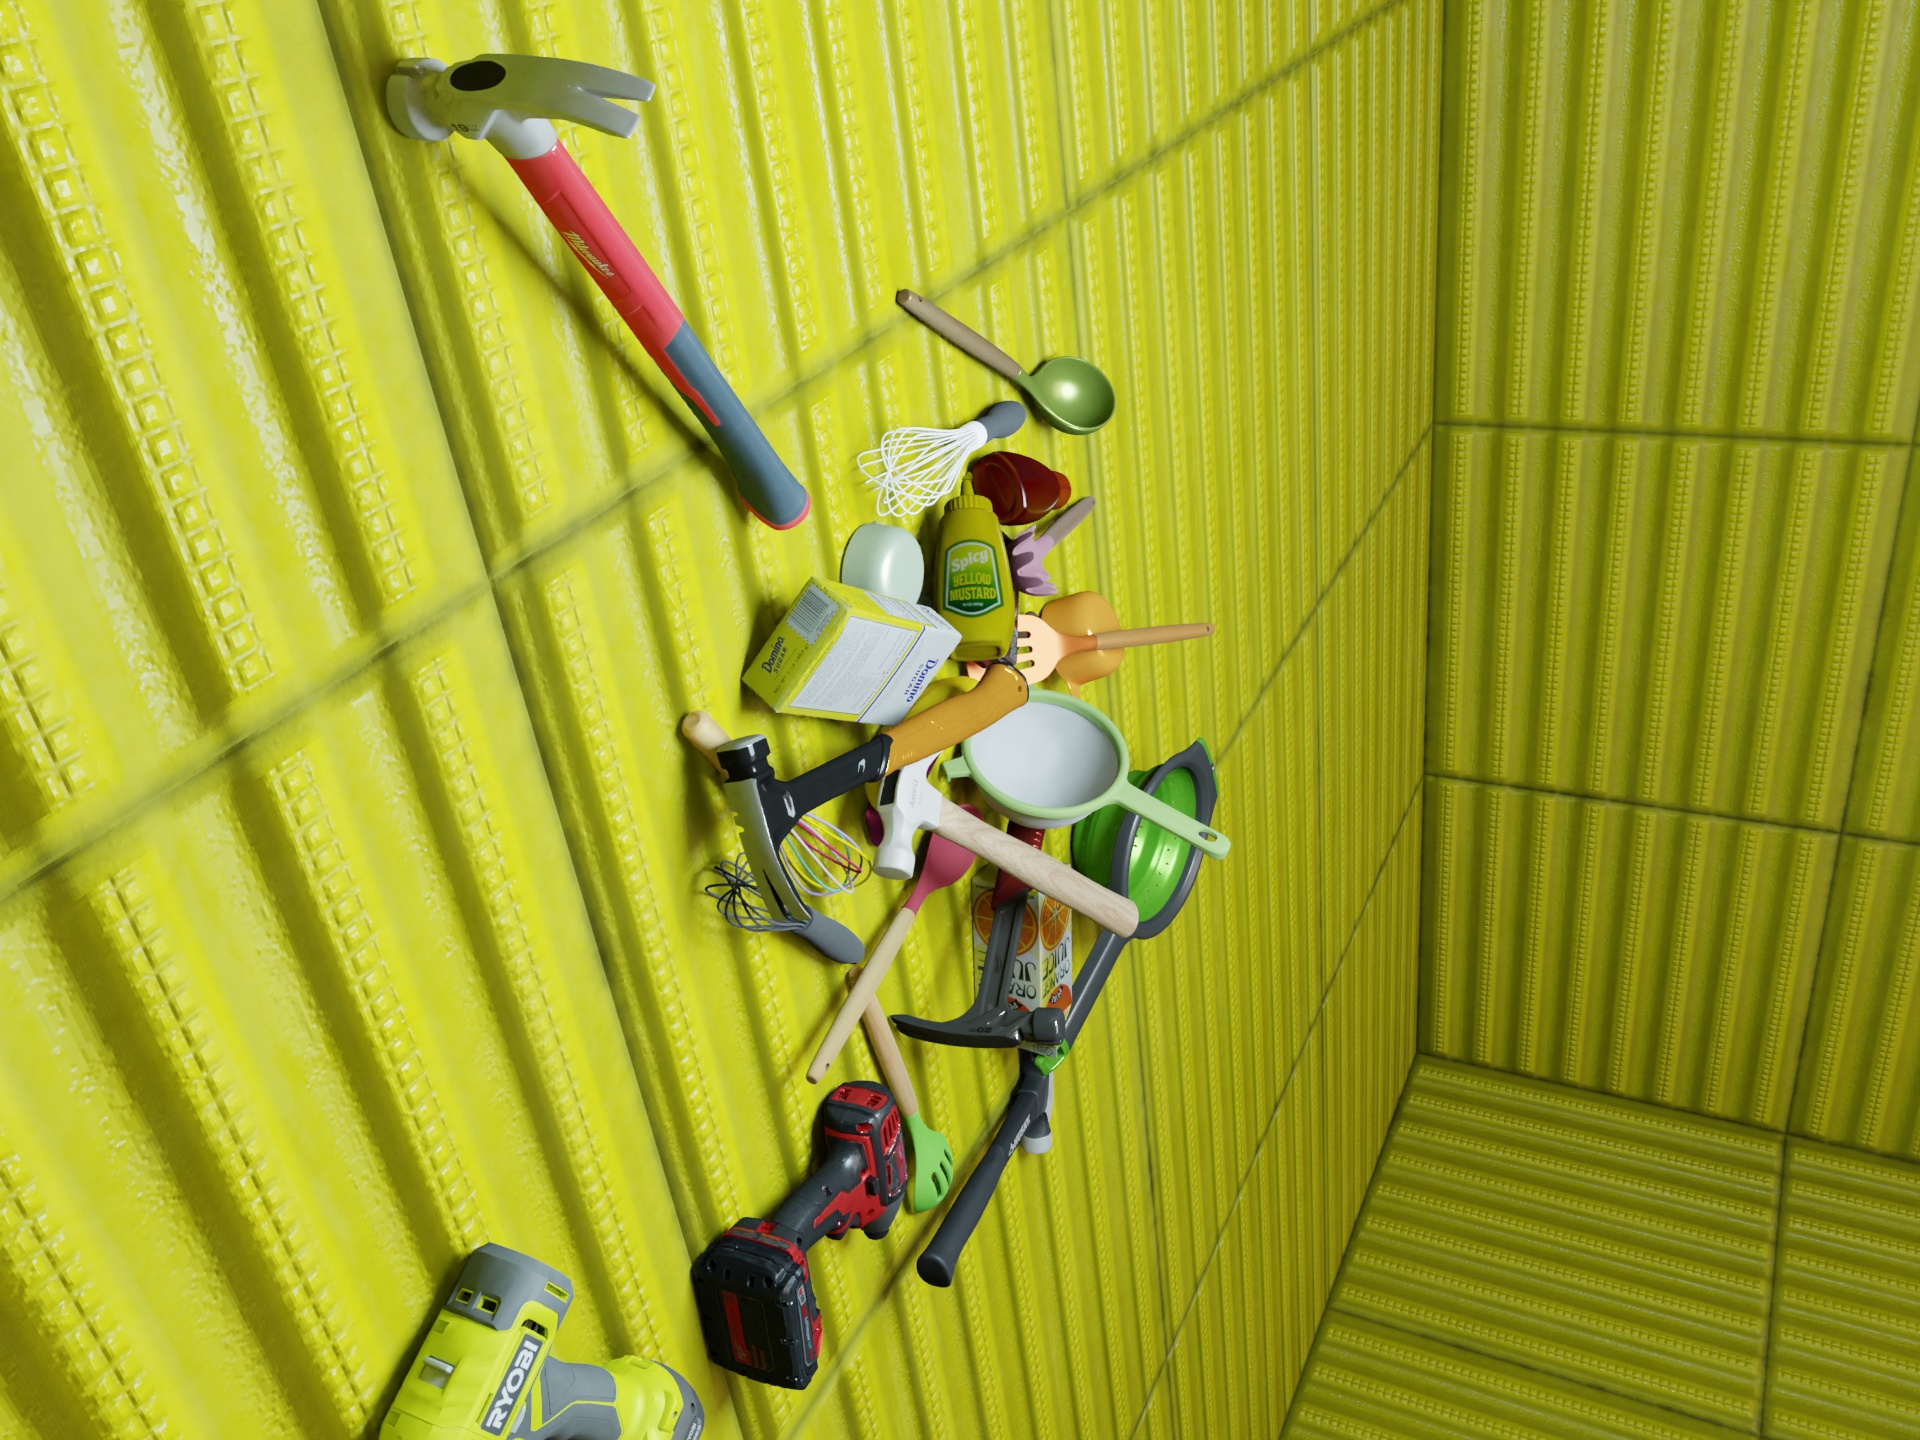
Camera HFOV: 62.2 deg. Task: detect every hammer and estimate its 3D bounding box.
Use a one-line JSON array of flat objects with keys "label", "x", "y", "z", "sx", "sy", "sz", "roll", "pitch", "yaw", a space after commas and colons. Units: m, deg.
[{"label": "hammer", "x": 0.029, "y": 0.418, "z": 1.502, "sx": 0.335, "sy": 0.035, "sz": 0.146, "roll": -41, "pitch": 133, "yaw": -64}, {"label": "hammer", "x": -0.156, "y": -0.218, "z": 0.901, "sx": 0.038, "sy": 0.143, "sz": 0.385, "roll": -69, "pitch": 155, "yaw": -18}, {"label": "hammer", "x": -0.044, "y": 0.028, "z": 1.166, "sx": 0.337, "sy": 0.034, "sz": 0.127, "roll": -28, "pitch": 105, "yaw": -52}, {"label": "hammer", "x": 0.048, "y": 0.113, "z": 1.318, "sx": 0.331, "sy": 0.031, "sz": 0.130, "roll": 32, "pitch": 57, "yaw": -43}, {"label": "hammer", "x": 0.044, "y": 0.129, "z": 1.444, "sx": 0.036, "sy": 0.149, "sz": 0.359, "roll": 69, "pitch": 27, "yaw": -49}]

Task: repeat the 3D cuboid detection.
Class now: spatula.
[{"label": "spatula", "x": 0.131, "y": -0.074, "z": 1.484, "sx": 0.322, "sy": 0.041, "sz": 0.081, "roll": -8, "pitch": 90, "yaw": -45}]

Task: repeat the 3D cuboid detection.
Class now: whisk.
[{"label": "whisk", "x": -0.121, "y": 0.147, "z": 1.167, "sx": 0.238, "sy": 0.055, "sz": 0.055, "roll": 49, "pitch": 54, "yaw": -62}, {"label": "whisk", "x": -0.126, "y": 0.062, "z": 1.130, "sx": 0.244, "sy": 0.047, "sz": 0.051, "roll": 55, "pitch": 51, "yaw": -50}, {"label": "whisk", "x": -0.005, "y": -0.223, "z": 1.282, "sx": 0.285, "sy": 0.070, "sz": 0.070, "roll": -43, "pitch": 135, "yaw": -59}]

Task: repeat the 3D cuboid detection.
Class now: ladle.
[{"label": "ladle", "x": -0.053, "y": 0.177, "z": 1.302, "sx": 0.315, "sy": 0.031, "sz": 0.069, "roll": -57, "pitch": 141, "yaw": -46}, {"label": "ladle", "x": 0.043, "y": -0.310, "z": 1.346, "sx": 0.320, "sy": 0.062, "sz": 0.078, "roll": 13, "pitch": 57, "yaw": -60}]

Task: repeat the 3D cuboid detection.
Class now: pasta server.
[{"label": "pasta server", "x": 0.091, "y": -0.170, "z": 1.444, "sx": 0.060, "sy": 0.040, "sz": 0.316, "roll": 70, "pitch": 22, "yaw": -12}]

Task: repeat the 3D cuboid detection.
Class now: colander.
[{"label": "colander", "x": 0.144, "y": 0.184, "z": 1.657, "sx": 0.397, "sy": 0.094, "sz": 0.204, "roll": -58, "pitch": 145, "yaw": -27}]

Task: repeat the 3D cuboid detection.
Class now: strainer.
[{"label": "strainer", "x": 0.117, "y": 0.070, "z": 1.414, "sx": 0.151, "sy": 0.256, "sz": 0.069, "roll": -50, "pitch": 161, "yaw": -40}]

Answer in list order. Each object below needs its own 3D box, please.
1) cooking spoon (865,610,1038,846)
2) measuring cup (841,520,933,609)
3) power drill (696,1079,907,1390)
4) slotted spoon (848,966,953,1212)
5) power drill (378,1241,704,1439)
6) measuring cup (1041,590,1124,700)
[{"label": "cooking spoon", "x": -0.002, "y": -0.004, "z": 1.383, "sx": 0.319, "sy": 0.017, "sz": 0.068, "roll": -54, "pitch": 141, "yaw": -43}, {"label": "measuring cup", "x": -0.038, "y": -0.102, "z": 1.260, "sx": 0.167, "sy": 0.038, "sz": 0.083, "roll": 29, "pitch": 72, "yaw": -61}, {"label": "power drill", "x": -0.108, "y": 0.397, "z": 1.230, "sx": 0.220, "sy": 0.078, "sz": 0.143, "roll": -46, "pitch": 137, "yaw": -54}, {"label": "slotted spoon", "x": -0.050, "y": 0.322, "z": 1.375, "sx": 0.070, "sy": 0.031, "sz": 0.313, "roll": -60, "pitch": 145, "yaw": -42}, {"label": "power drill", "x": -0.258, "y": 0.437, "z": 0.939, "sx": 0.191, "sy": 0.080, "sz": 0.228, "roll": -67, "pitch": 147, "yaw": -28}, {"label": "measuring cup", "x": 0.129, "y": -0.042, "z": 1.524, "sx": 0.095, "sy": 0.052, "sz": 0.174, "roll": 19, "pitch": 56, "yaw": -56}]
